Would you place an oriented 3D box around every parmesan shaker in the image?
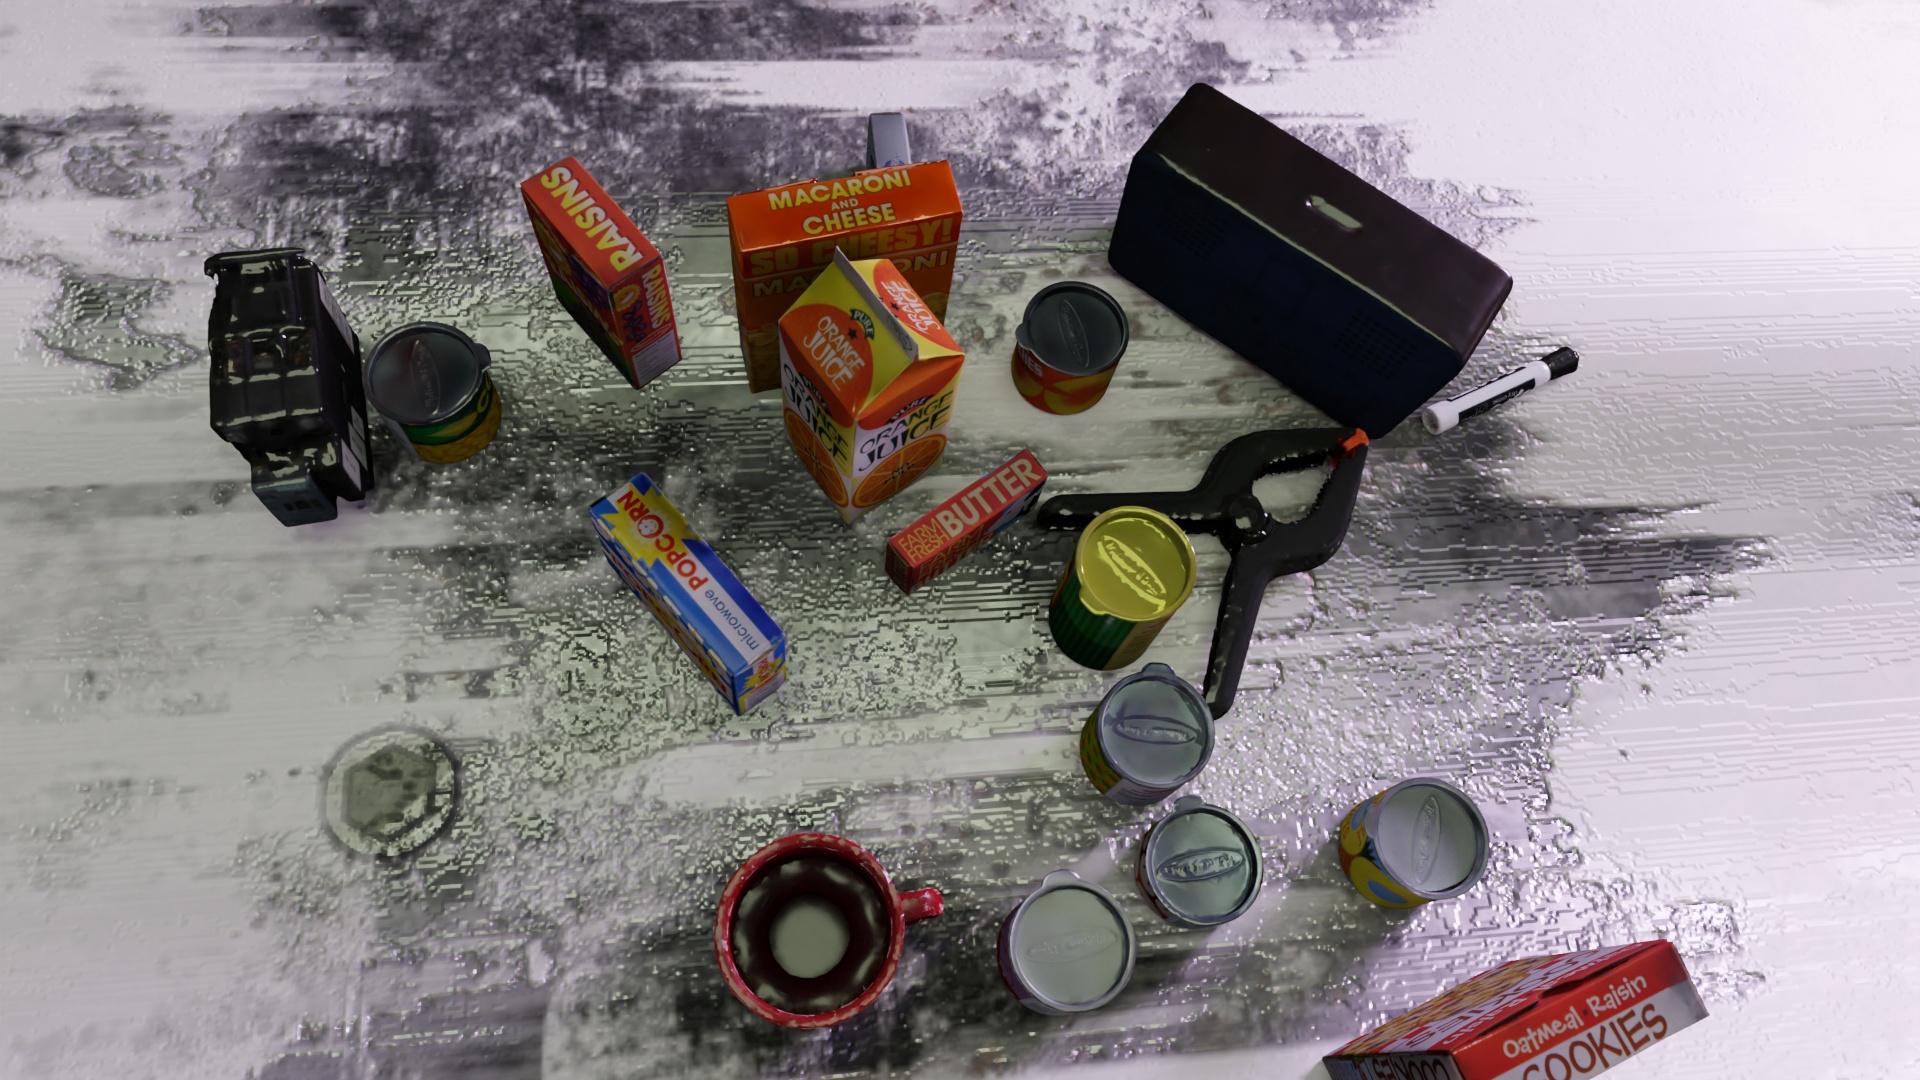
[{"bbox_3d":[0.087,0.031,0.790,0.071,0.102,0.071,2,69,-5],"label":"parmesan shaker"}]

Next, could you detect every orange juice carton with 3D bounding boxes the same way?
[{"bbox_3d":[-0.051,-0.087,0.773,0.073,0.192,0.072,-33,76,-17],"label":"orange juice carton"}]

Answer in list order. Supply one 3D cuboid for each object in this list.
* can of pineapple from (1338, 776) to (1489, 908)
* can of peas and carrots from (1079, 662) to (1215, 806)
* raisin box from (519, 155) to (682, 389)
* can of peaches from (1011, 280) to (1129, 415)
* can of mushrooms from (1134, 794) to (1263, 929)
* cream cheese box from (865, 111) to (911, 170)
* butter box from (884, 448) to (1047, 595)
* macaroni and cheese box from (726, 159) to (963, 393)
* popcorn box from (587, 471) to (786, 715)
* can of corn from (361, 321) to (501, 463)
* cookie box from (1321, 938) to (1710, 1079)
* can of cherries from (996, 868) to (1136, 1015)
[{"bbox_3d":[0.251,0.169,0.779,0.071,0.057,0.071,2,69,-5],"label":"can of pineapple"},{"bbox_3d":[0.104,0.110,0.785,0.071,0.058,0.071,2,69,-5],"label":"can of peas and carrots"},{"bbox_3d":[-0.210,-0.155,0.819,0.040,0.123,0.086,-37,77,-18],"label":"raisin box"},{"bbox_3d":[0.065,-0.119,0.871,0.071,0.058,0.071,2,69,-5],"label":"can of peaches"},{"bbox_3d":[0.132,0.180,0.775,0.071,0.033,0.071,2,69,-5],"label":"can of mushrooms"},{"bbox_3d":[-0.044,-0.219,0.900,0.024,0.053,0.104,-4,69,-8],"label":"cream cheese box"},{"bbox_3d":[0.003,-0.010,0.824,0.104,0.053,0.024,-34,76,-17],"label":"butter box"},{"bbox_3d":[-0.069,-0.150,0.810,0.124,0.165,0.040,-13,71,-11],"label":"macaroni and cheese box"},{"bbox_3d":[-0.150,0.031,0.774,0.038,0.085,0.127,-39,78,-18],"label":"popcorn box"},{"bbox_3d":[-0.306,-0.087,0.817,0.071,0.058,0.071,2,69,-5],"label":"can of corn"},{"bbox_3d":[0.267,0.246,0.692,0.123,0.166,0.040,-21,73,-13],"label":"cookie box"},{"bbox_3d":[0.055,0.215,0.739,0.071,0.058,0.072,2,69,-5],"label":"can of cherries"}]
